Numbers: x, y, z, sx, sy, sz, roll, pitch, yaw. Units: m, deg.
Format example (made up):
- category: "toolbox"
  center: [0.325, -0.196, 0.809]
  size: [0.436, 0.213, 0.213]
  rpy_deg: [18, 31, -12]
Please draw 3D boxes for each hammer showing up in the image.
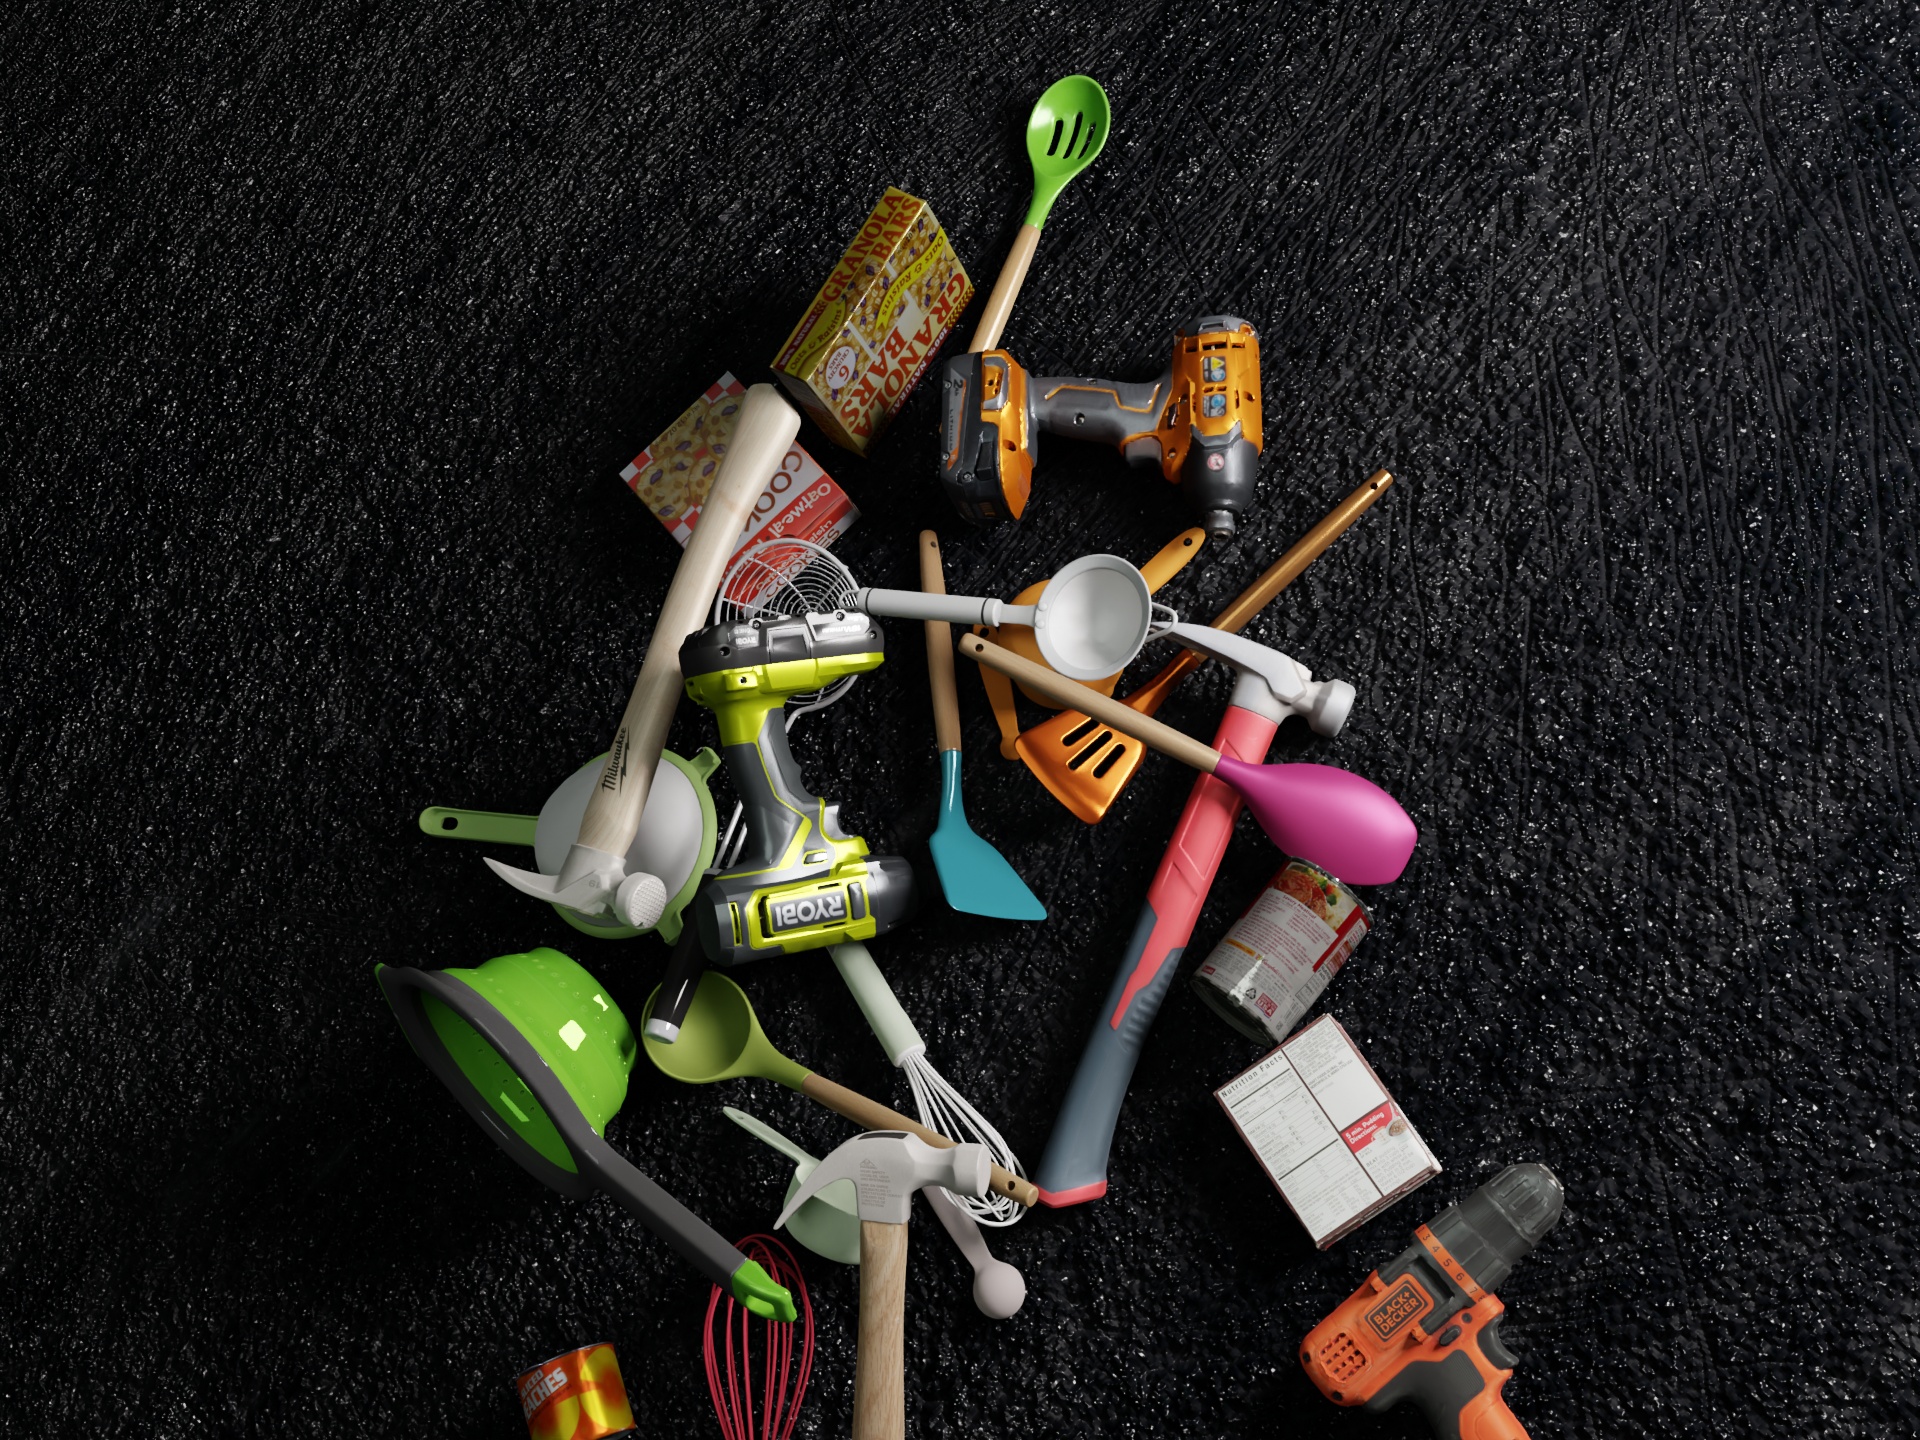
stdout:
- category: "hammer"
  center: [-0.052, 0.417, 0.965]
  size: [0.130, 0.031, 0.331]
  rpy_deg: [1, 89, 16]
- category: "hammer"
  center: [0.119, 0.126, 1.037]
  size: [0.143, 0.038, 0.386]
  rpy_deg: [23, 83, 7]
- category: "hammer"
  center: [-0.214, -0.059, 1.155]
  size: [0.146, 0.038, 0.411]
  rpy_deg: [10, 74, 30]

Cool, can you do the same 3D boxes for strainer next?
- category: "strainer"
  center: [-0.312, 0.079, 1.200]
  size: [0.256, 0.069, 0.151]
  rpy_deg: [4, 73, 19]
- category: "strainer"
  center: [0.031, -0.074, 1.090]
  size: [0.258, 0.050, 0.087]
  rpy_deg: [7, 82, 24]

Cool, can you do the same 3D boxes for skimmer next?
- category: "skimmer"
  center: [-0.161, 0.043, 1.122]
  size: [0.127, 0.090, 0.363]
  rpy_deg: [8, 63, 20]

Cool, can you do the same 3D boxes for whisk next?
- category: "whisk"
  center: [-0.029, 0.231, 1.066]
  size: [0.247, 0.059, 0.057]
  rpy_deg: [55, 137, 30]
- category: "whisk"
  center: [-0.129, 0.480, 1.009]
  size: [0.073, 0.073, 0.296]
  rpy_deg: [-5, 77, 18]

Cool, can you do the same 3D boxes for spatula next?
- category: "spatula"
  center: [-0.002, -0.004, 1.134]
  size: [0.044, 0.082, 0.318]
  rpy_deg: [-36, 53, 46]
- category: "spatula"
  center: [0.178, -0.061, 1.094]
  size: [0.322, 0.041, 0.081]
  rpy_deg: [-43, 80, 0]

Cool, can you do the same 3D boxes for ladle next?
- category: "ladle"
  center: [-0.086, 0.244, 1.041]
  size: [0.320, 0.062, 0.078]
  rpy_deg: [17, 71, 35]

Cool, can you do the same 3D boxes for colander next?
- category: "colander"
  center: [-0.230, 0.257, 1.063]
  size: [0.397, 0.204, 0.094]
  rpy_deg: [26, 51, 32]

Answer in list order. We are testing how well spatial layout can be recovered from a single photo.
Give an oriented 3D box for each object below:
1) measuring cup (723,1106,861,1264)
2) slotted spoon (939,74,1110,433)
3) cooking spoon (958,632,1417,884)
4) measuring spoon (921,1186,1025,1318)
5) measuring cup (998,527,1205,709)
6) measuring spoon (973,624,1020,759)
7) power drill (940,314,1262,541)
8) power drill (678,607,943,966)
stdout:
- category: "measuring cup"
  center: [-0.110, 0.309, 1.061]
  size: [0.168, 0.083, 0.038]
  rpy_deg: [22, 91, 40]
- category: "slotted spoon"
  center: [0.045, -0.364, 1.253]
  size: [0.070, 0.031, 0.314]
  rpy_deg: [17, 80, 24]
- category: "cooking spoon"
  center: [0.142, 0.017, 1.026]
  size: [0.319, 0.017, 0.069]
  rpy_deg: [26, 84, 9]
- category: "measuring spoon"
  center: [-0.001, 0.331, 1.034]
  size: [0.034, 0.018, 0.124]
  rpy_deg: [-38, 63, 4]
- category: "measuring cup"
  center: [0.101, -0.085, 1.121]
  size: [0.173, 0.052, 0.095]
  rpy_deg: [-42, 64, 4]
- category: "measuring spoon"
  center: [0.026, -0.026, 1.150]
  size: [0.021, 0.011, 0.117]
  rpy_deg: [-19, 67, 12]
- category: "power drill"
  center: [0.103, -0.200, 1.147]
  size: [0.226, 0.084, 0.164]
  rpy_deg: [-4, 71, 14]
- category: "power drill"
  center: [-0.102, 0.042, 1.080]
  size: [0.171, 0.080, 0.223]
  rpy_deg: [-8, 89, -27]
